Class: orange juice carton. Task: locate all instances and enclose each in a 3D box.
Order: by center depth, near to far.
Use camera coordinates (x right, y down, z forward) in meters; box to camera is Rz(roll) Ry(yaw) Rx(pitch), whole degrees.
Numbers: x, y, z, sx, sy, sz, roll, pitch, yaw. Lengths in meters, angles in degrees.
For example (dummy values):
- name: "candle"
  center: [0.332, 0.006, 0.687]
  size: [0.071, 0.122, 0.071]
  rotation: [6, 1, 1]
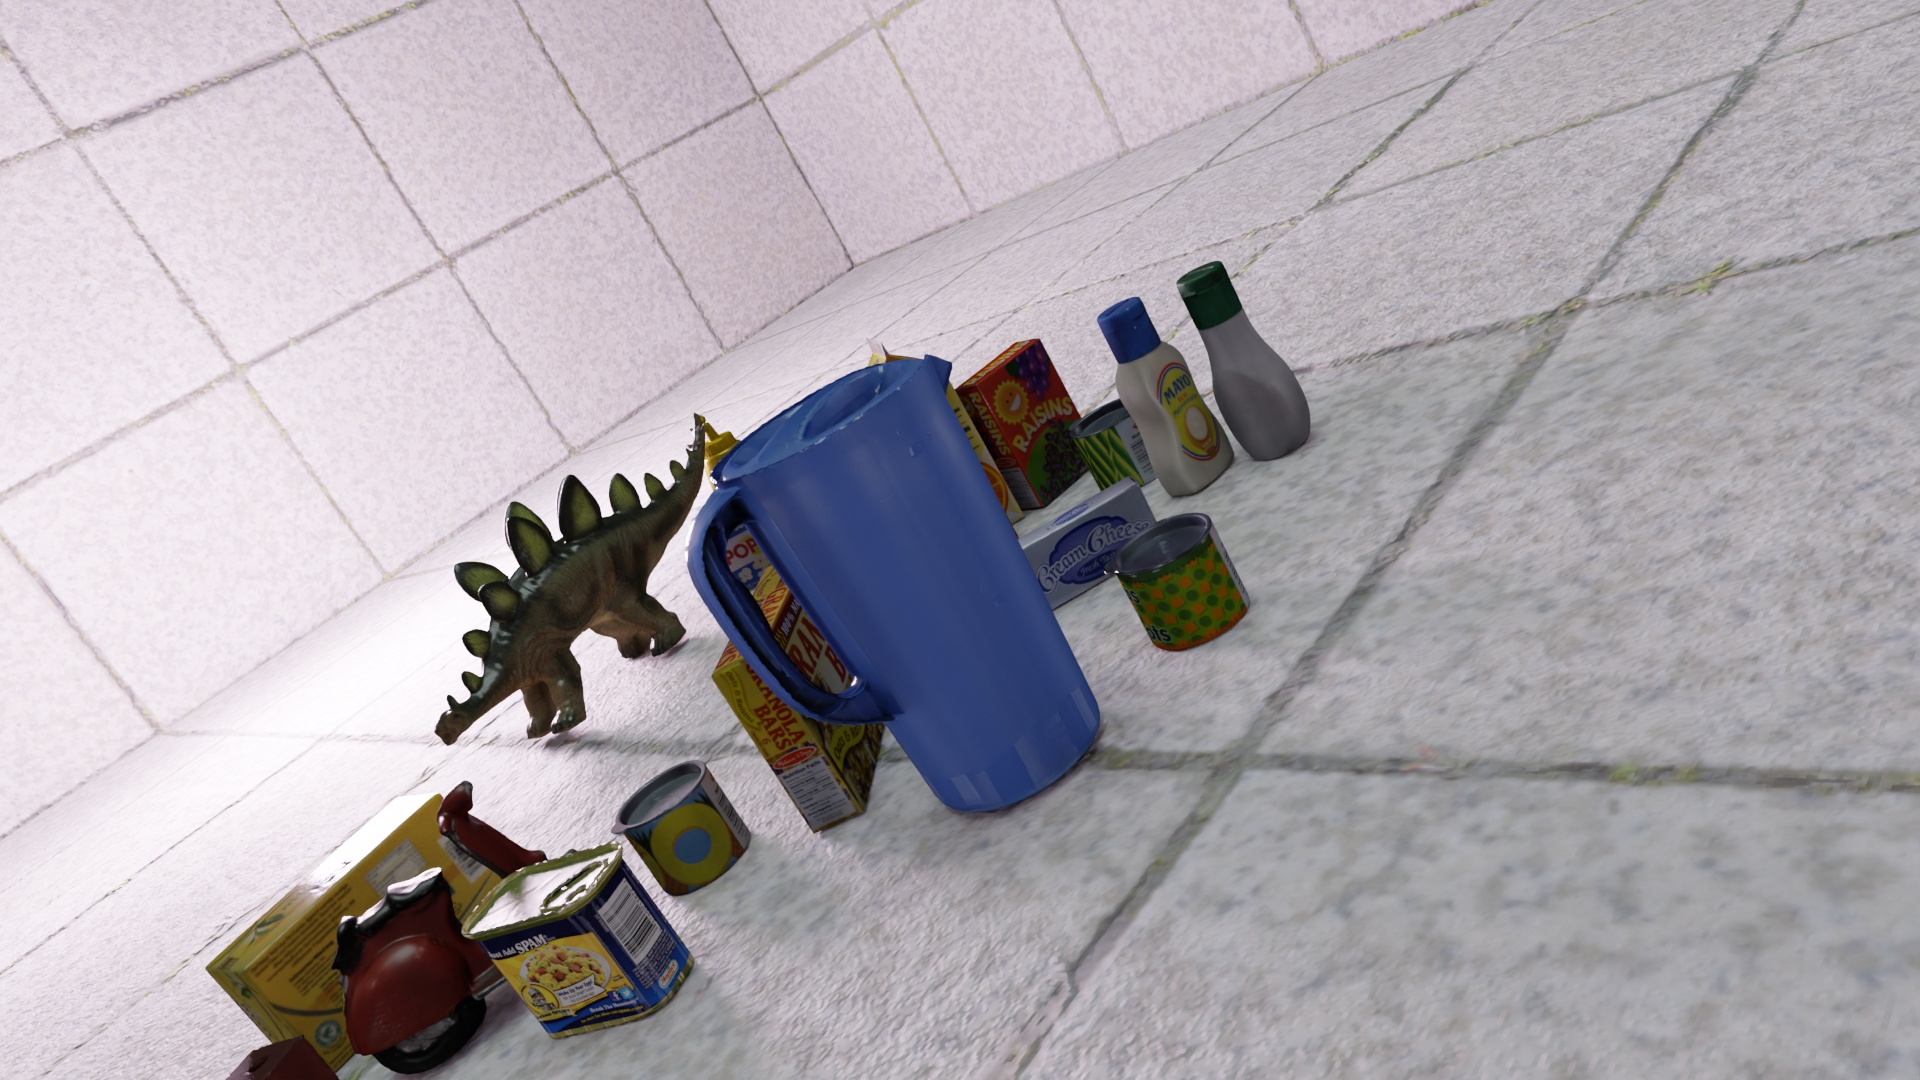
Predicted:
- name: "orange juice carton"
  center: [-0.028, -0.088, 1.186]
  size: [0.073, 0.192, 0.072]
  rotation: [-31, 17, -5]

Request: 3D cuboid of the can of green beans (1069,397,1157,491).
- name: "can of green beans"
  center: [0.131, -0.077, 1.130]
  size: [0.071, 0.057, 0.071]
  rotation: [-27, 17, 9]

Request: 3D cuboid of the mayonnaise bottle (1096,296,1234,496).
- name: "mayonnaise bottle"
  center: [0.150, -0.109, 1.037]
  size: [0.065, 0.147, 0.041]
  rotation: [-41, 20, -32]

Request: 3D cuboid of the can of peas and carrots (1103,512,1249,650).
- name: "can of peas and carrots"
  center: [0.131, 0.026, 0.838]
  size: [0.071, 0.058, 0.071]
  rotation: [-27, 17, 9]

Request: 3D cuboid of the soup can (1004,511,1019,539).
- name: "soup can"
  center: [0.004, -0.014, 1.110]
  size: [0.071, 0.083, 0.071]
  rotation: [-27, 17, 9]

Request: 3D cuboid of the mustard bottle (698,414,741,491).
- name: "mustard bottle"
  center: [-0.247, -0.069, 1.536]
  size: [0.048, 0.160, 0.066]
  rotation: [-13, 24, 44]

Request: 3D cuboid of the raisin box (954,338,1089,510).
- name: "raisin box"
  center: [0.059, -0.100, 1.199]
  size: [0.086, 0.123, 0.040]
  rotation: [-40, 19, -30]

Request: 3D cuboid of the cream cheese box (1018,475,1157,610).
- name: "cream cheese box"
  center: [0.089, 0.003, 0.977]
  size: [0.104, 0.053, 0.024]
  rotation: [-30, 17, 0]

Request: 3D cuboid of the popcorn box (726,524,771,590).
- name: "popcorn box"
  center: [-0.195, -0.009, 1.410]
  size: [0.126, 0.085, 0.038]
  rotation: [-26, 17, 11]

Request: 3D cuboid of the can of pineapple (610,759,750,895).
- name: "can of pineapple"
  center: [-0.178, 0.184, 0.886]
  size: [0.071, 0.057, 0.071]
  rotation: [-27, 17, 9]

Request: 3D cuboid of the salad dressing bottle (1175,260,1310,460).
- name: "salad dressing bottle"
  center: [0.205, -0.131, 1.013]
  size: [0.044, 0.147, 0.064]
  rotation: [-41, 20, -34]

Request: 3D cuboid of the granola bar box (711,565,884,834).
- name: "granola bar box"
  center: [-0.097, 0.092, 0.904]
  size: [0.039, 0.124, 0.166]
  rotation: [-26, 17, 13]
